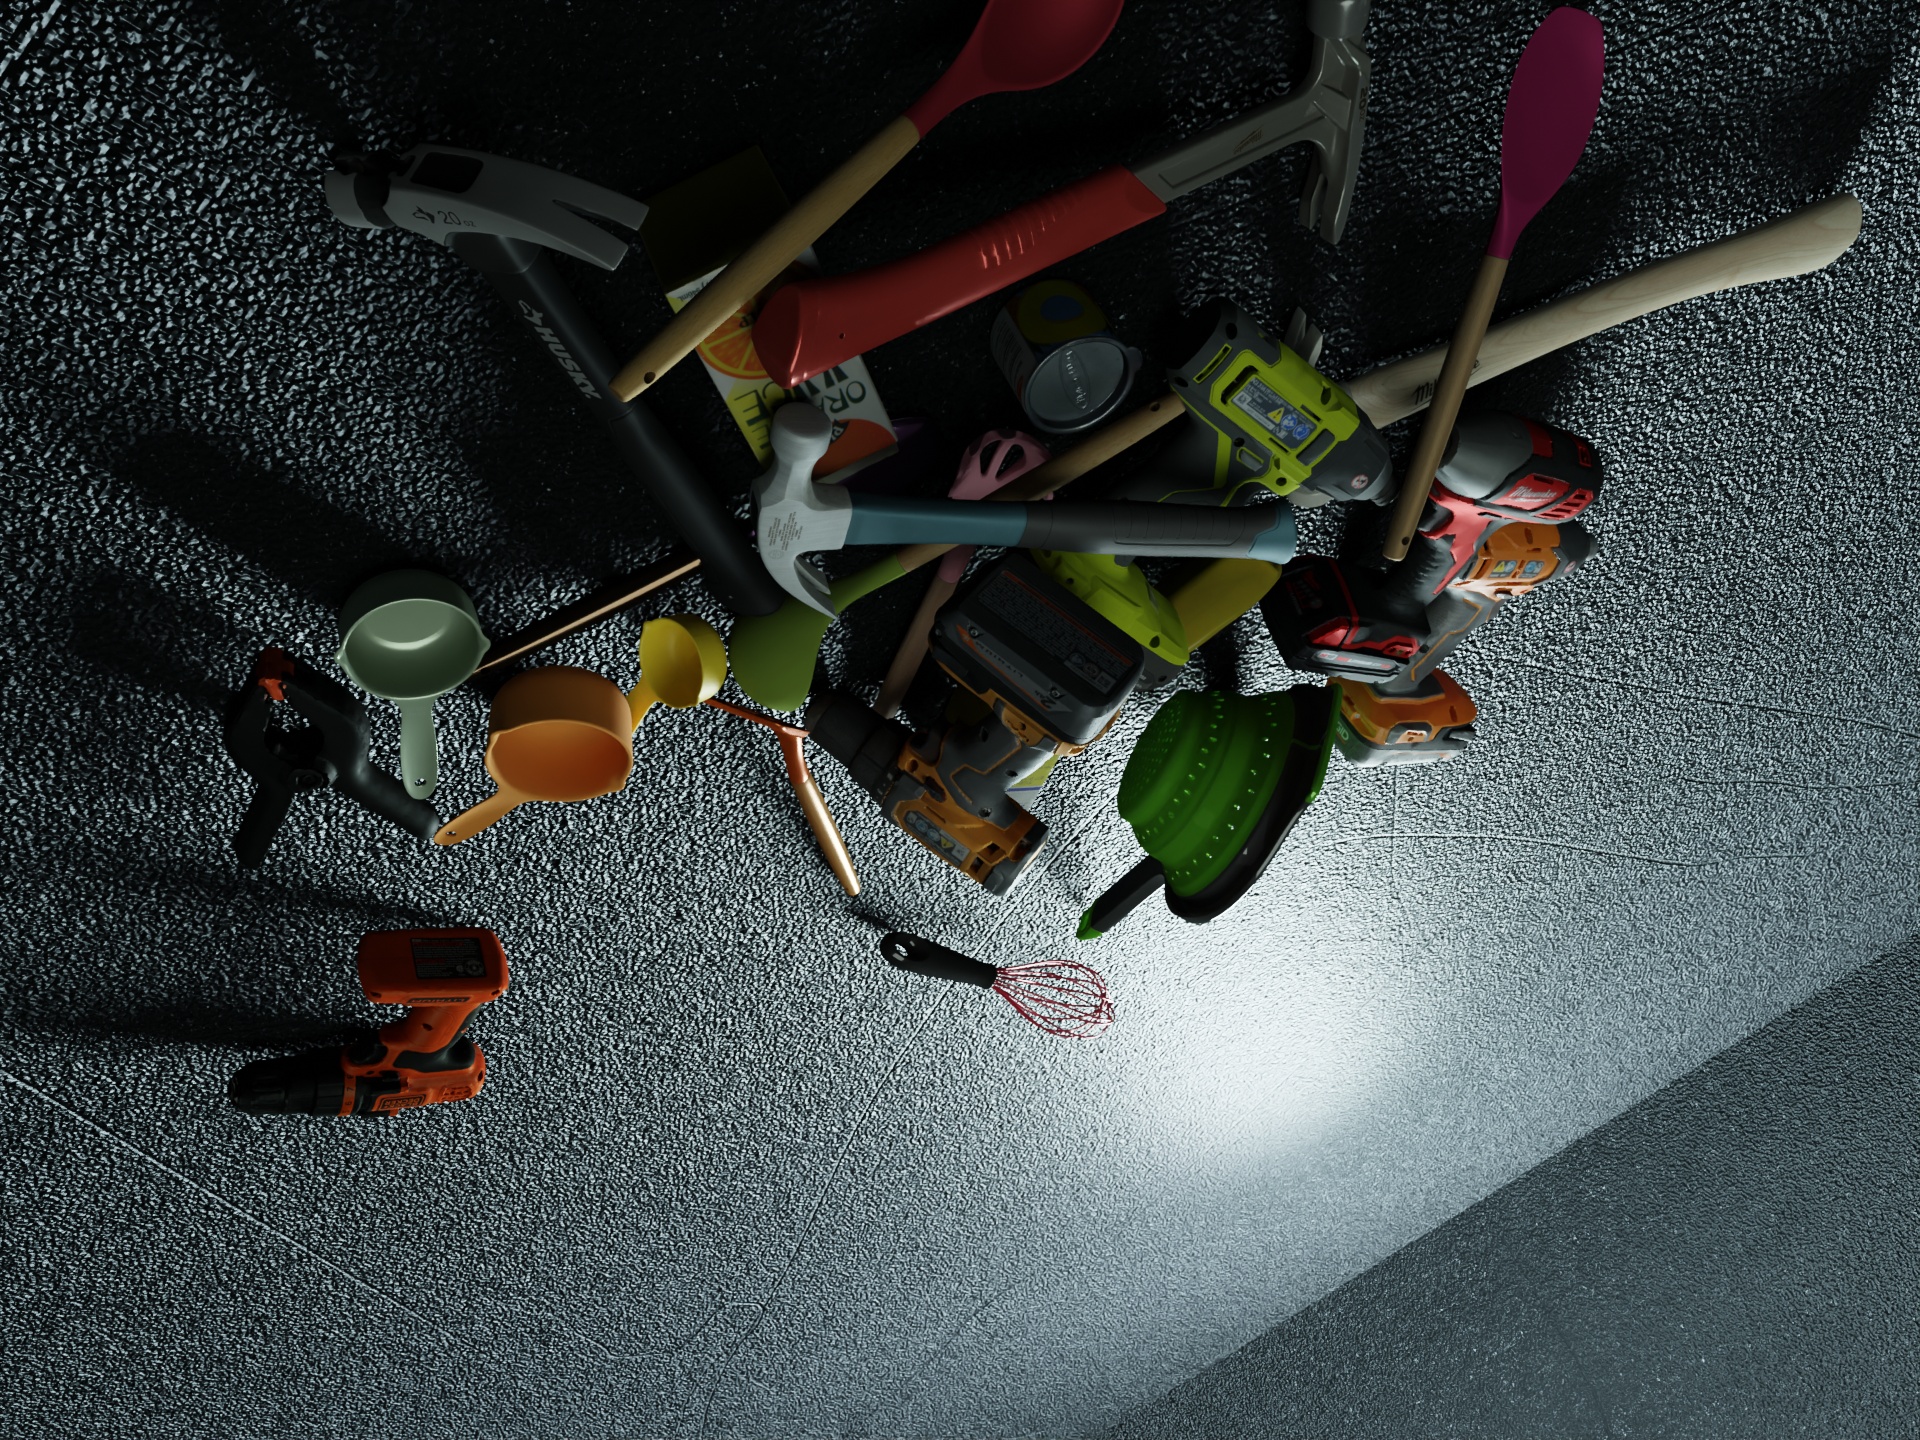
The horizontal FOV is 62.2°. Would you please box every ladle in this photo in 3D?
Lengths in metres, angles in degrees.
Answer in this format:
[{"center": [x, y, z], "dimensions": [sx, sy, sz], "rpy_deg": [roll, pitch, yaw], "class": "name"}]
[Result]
[{"center": [-0.006, -0.102, 0.942], "dimensions": [0.320, 0.078, 0.062], "rpy_deg": [-28, 149, 16], "class": "ladle"}, {"center": [-0.040, -0.249, 0.716], "dimensions": [0.315, 0.031, 0.069], "rpy_deg": [-46, 146, -13], "class": "ladle"}]

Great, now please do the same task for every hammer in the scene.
[{"center": [-0.161, -0.149, 0.795], "dimensions": [0.146, 0.035, 0.334], "rpy_deg": [12, 156, 24], "class": "hammer"}, {"center": [0.396, -0.267, 1.029], "dimensions": [0.410, 0.038, 0.146], "rpy_deg": [-22, 142, -5], "class": "hammer"}, {"center": [0.061, -0.245, 0.795], "dimensions": [0.359, 0.037, 0.149], "rpy_deg": [-30, 145, -18], "class": "hammer"}, {"center": [0.045, -0.110, 0.883], "dimensions": [0.331, 0.033, 0.128], "rpy_deg": [-1, 141, -22], "class": "hammer"}]

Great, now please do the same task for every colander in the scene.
[{"center": [0.153, 0.081, 1.272], "dimensions": [0.094, 0.205, 0.397], "rpy_deg": [27, 145, -8], "class": "colander"}]

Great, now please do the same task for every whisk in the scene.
[{"center": [0.038, 0.234, 1.432], "dimensions": [0.295, 0.073, 0.073], "rpy_deg": [24, 123, -40], "class": "whisk"}]

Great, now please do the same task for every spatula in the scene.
[{"center": [-0.153, -0.099, 0.938], "dimensions": [0.316, 0.018, 0.059], "rpy_deg": [-27, 141, 1], "class": "spatula"}, {"center": [-0.114, 0.058, 1.132], "dimensions": [0.041, 0.081, 0.322], "rpy_deg": [-60, 157, -24], "class": "spatula"}]

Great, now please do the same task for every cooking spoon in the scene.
[{"center": [0.303, -0.245, 0.928], "dimensions": [0.068, 0.017, 0.318], "rpy_deg": [2, 113, -29], "class": "cooking spoon"}]

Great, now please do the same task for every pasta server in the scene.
[{"center": [-0.017, -0.070, 1.036], "dimensions": [0.060, 0.040, 0.316], "rpy_deg": [12, 134, -17], "class": "pasta server"}]

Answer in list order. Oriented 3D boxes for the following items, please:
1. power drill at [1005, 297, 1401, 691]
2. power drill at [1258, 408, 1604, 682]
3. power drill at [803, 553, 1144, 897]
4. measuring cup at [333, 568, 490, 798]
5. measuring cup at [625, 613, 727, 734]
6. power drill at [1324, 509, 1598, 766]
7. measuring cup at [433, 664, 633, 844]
[{"center": [0.149, -0.129, 0.990], "dimensions": [0.171, 0.080, 0.223], "rpy_deg": [32, 120, -23], "class": "power drill"}, {"center": [0.305, -0.121, 1.066], "dimensions": [0.143, 0.079, 0.219], "rpy_deg": [7, 143, -32], "class": "power drill"}, {"center": [-0.002, -0.003, 1.009], "dimensions": [0.084, 0.185, 0.226], "rpy_deg": [-47, 170, -40], "class": "power drill"}, {"center": [-0.318, -0.020, 0.922], "dimensions": [0.083, 0.038, 0.167], "rpy_deg": [-7, 139, -22], "class": "measuring cup"}, {"center": [-0.195, -0.013, 1.007], "dimensions": [0.029, 0.062, 0.156], "rpy_deg": [-23, 166, -46], "class": "measuring cup"}, {"center": [0.389, -0.070, 1.233], "dimensions": [0.164, 0.084, 0.226], "rpy_deg": [-3, 135, -26], "class": "power drill"}, {"center": [-0.277, 0.024, 0.998], "dimensions": [0.173, 0.052, 0.095], "rpy_deg": [-30, 139, 31], "class": "measuring cup"}]
